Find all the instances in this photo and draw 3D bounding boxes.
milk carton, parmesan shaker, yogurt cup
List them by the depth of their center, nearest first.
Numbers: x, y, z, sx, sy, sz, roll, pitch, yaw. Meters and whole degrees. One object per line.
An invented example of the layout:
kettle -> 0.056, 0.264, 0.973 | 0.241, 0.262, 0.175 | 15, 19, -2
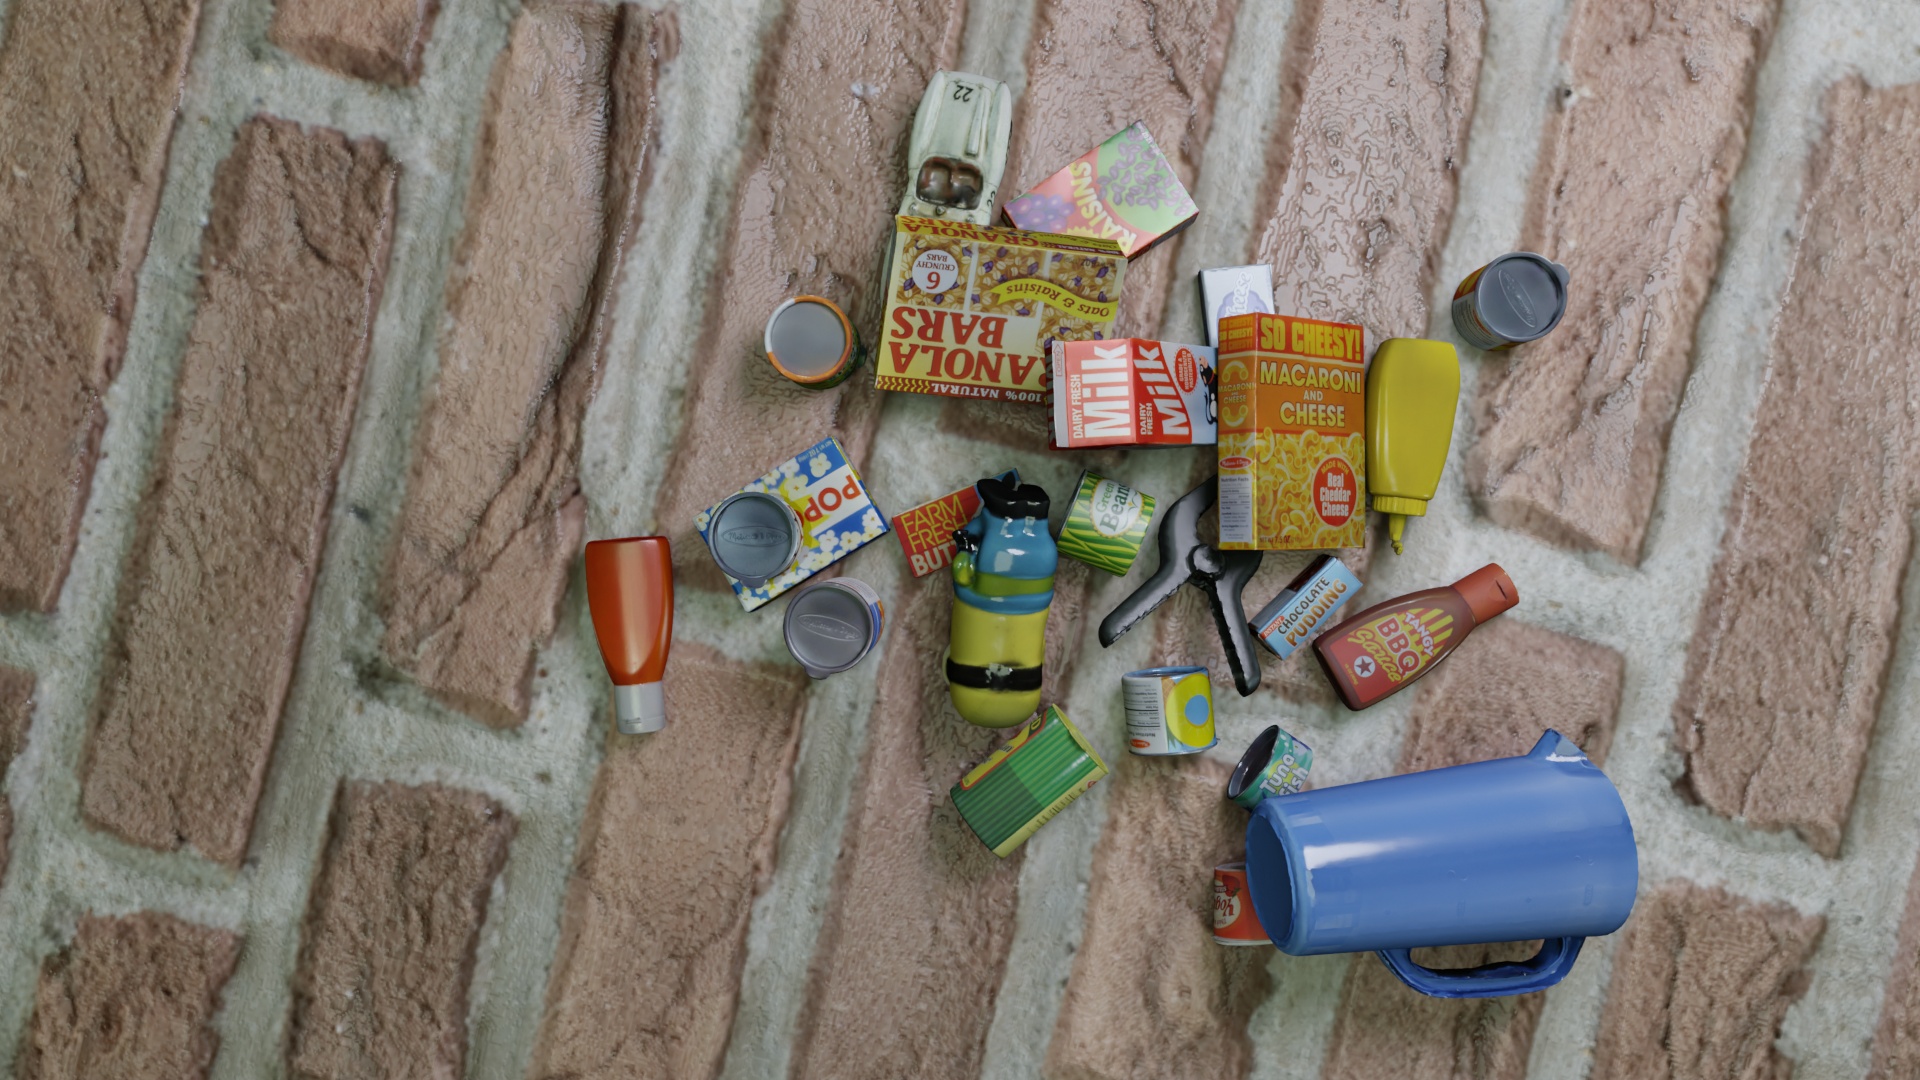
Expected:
milk carton -> 0.119, -0.100, 0.972 | 0.073, 0.191, 0.072 | -2, 92, 38
parmesan shaker -> 0.050, 0.179, 1.037 | 0.103, 0.071, 0.071 | -39, 89, 2
yogurt cup -> 0.220, 0.269, 1.037 | 0.072, 0.072, 0.054 | -5, 83, 2

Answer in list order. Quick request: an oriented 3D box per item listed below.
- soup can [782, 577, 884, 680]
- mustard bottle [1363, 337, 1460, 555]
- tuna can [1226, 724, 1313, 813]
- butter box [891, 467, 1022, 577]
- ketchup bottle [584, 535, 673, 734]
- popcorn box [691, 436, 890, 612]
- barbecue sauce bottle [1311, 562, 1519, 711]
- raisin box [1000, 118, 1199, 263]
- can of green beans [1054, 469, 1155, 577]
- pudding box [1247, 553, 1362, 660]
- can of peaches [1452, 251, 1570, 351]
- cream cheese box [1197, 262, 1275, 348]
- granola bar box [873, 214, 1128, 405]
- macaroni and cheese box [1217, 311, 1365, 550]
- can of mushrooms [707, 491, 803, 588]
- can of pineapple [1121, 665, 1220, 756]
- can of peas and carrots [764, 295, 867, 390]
soup can -> -0.094, 0.064, 1.036 | 0.071, 0.084, 0.071 | 0, 91, 3
mustard bottle -> 0.331, -0.069, 1.037 | 0.065, 0.049, 0.160 | 7, 91, -1
tuna can -> 0.231, 0.173, 1.031 | 0.033, 0.071, 0.071 | 34, 92, 0
butter box -> 0.004, -0.013, 1.061 | 0.103, 0.024, 0.053 | -22, 89, 2
ketchup bottle -> -0.250, 0.072, 1.061 | 0.065, 0.043, 0.148 | -4, 90, 3
popcorn box -> -0.128, -0.012, 1.059 | 0.127, 0.038, 0.085 | -31, 90, 2
barbecue sauce bottle -> 0.343, 0.067, 1.040 | 0.148, 0.043, 0.065 | -29, 88, 2
raisin box -> 0.104, -0.247, 1.049 | 0.123, 0.040, 0.086 | -32, 90, 1
can of green beans -> 0.107, -0.012, 1.037 | 0.058, 0.071, 0.071 | 22, 91, 1
pudding box -> 0.256, 0.049, 1.040 | 0.083, 0.049, 0.030 | -44, 91, 2
can of peaches -> 0.408, -0.177, 1.029 | 0.071, 0.058, 0.071 | 0, 90, 2
cream cheese box -> 0.213, -0.156, 1.053 | 0.053, 0.024, 0.103 | -7, 90, 3
granola bar box -> 0.026, -0.164, 1.011 | 0.166, 0.039, 0.123 | 5, 122, -10
macaroni and cheese box -> 0.241, -0.077, 1.013 | 0.124, 0.040, 0.166 | 0, 90, -37
can of mushrooms -> -0.151, 0.000, 1.023 | 0.071, 0.033, 0.071 | 0, 90, 2
can of pineapple -> 0.157, 0.126, 1.037 | 0.071, 0.071, 0.058 | -6, 90, 2
can of peas and carrots -> -0.109, -0.148, 1.047 | 0.071, 0.059, 0.071 | 0, 91, 2
